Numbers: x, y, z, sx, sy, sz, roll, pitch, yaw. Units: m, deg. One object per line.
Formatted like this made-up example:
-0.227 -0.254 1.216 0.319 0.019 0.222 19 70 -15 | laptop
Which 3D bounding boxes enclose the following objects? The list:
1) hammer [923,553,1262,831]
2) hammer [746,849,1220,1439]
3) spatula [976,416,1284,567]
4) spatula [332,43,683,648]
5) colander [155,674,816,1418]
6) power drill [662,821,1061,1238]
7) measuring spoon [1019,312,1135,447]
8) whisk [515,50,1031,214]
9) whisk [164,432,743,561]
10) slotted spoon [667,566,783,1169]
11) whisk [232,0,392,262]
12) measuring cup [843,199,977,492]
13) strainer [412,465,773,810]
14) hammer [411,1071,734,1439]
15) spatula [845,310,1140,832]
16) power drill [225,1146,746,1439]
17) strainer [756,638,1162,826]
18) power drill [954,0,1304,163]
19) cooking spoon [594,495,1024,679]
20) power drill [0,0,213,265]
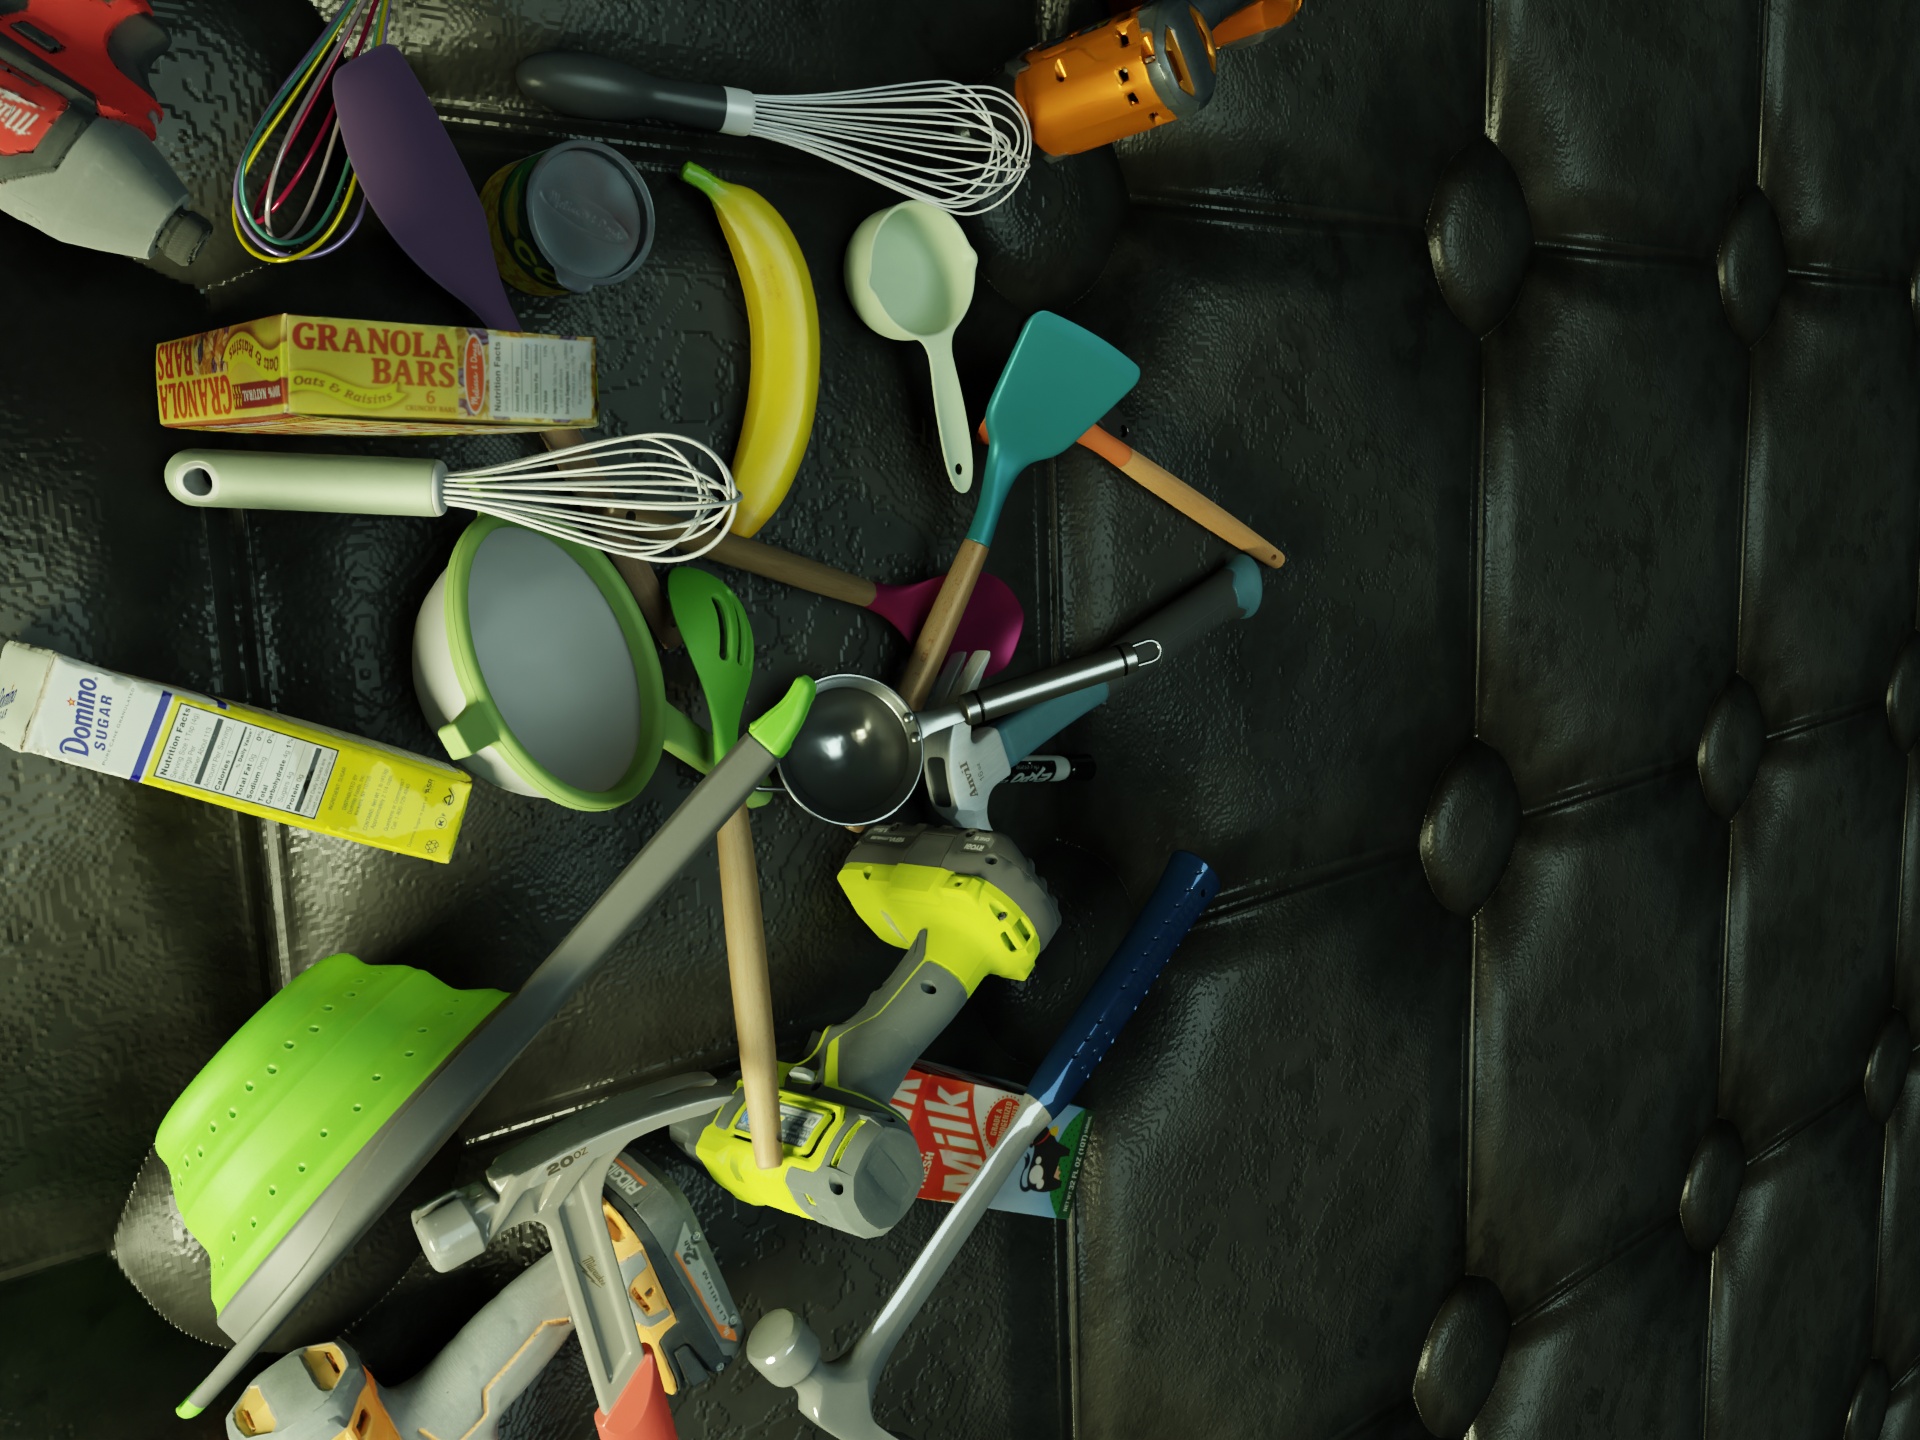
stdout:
0.097 -0.029 1.037 0.331 0.033 0.128 -33 111 -38 | hammer
0.042 0.242 0.942 0.405 0.035 0.144 -50 122 -27 | hammer
0.128 -0.161 1.057 0.322 0.041 0.081 24 103 -41 | spatula
-0.206 -0.160 0.763 0.060 0.018 0.315 -59 137 -40 | spatula
-0.222 0.109 0.697 0.094 0.204 0.397 41 87 -3 | colander
-0.057 0.162 0.871 0.223 0.171 0.080 -54 128 -32 | power drill
0.082 -0.216 1.025 0.124 0.018 0.034 40 70 -37 | measuring spoon
-0.088 -0.311 0.828 0.284 0.070 0.070 -1 97 -28 | whisk
-0.219 -0.101 0.693 0.246 0.059 0.057 2 109 -4 | whisk
-0.113 0.066 0.808 0.070 0.031 0.314 27 52 -66 | slotted spoon
-0.267 -0.314 0.703 0.051 0.047 0.245 29 72 -51 | whisk
-0.023 -0.214 0.925 0.083 0.038 0.167 -26 114 -35 | measuring cup
-0.188 -0.002 0.801 0.256 0.069 0.152 42 36 -54 | strainer
-0.150 0.351 0.786 0.149 0.037 0.358 -22 114 -29 | hammer
0.003 -0.079 0.926 0.082 0.044 0.317 22 92 -33 | spatula
-0.223 0.349 0.802 0.226 0.084 0.185 -31 117 -29 | power drill
-0.001 -0.003 0.907 0.258 0.050 0.087 -18 86 -13 | strainer
0.101 -0.405 0.944 0.226 0.164 0.084 -53 126 -37 | power drill
-0.071 -0.078 0.897 0.318 0.017 0.069 14 96 -47 | cooking spoon
-0.319 -0.292 0.621 0.143 0.078 0.220 33 77 -21 | power drill
